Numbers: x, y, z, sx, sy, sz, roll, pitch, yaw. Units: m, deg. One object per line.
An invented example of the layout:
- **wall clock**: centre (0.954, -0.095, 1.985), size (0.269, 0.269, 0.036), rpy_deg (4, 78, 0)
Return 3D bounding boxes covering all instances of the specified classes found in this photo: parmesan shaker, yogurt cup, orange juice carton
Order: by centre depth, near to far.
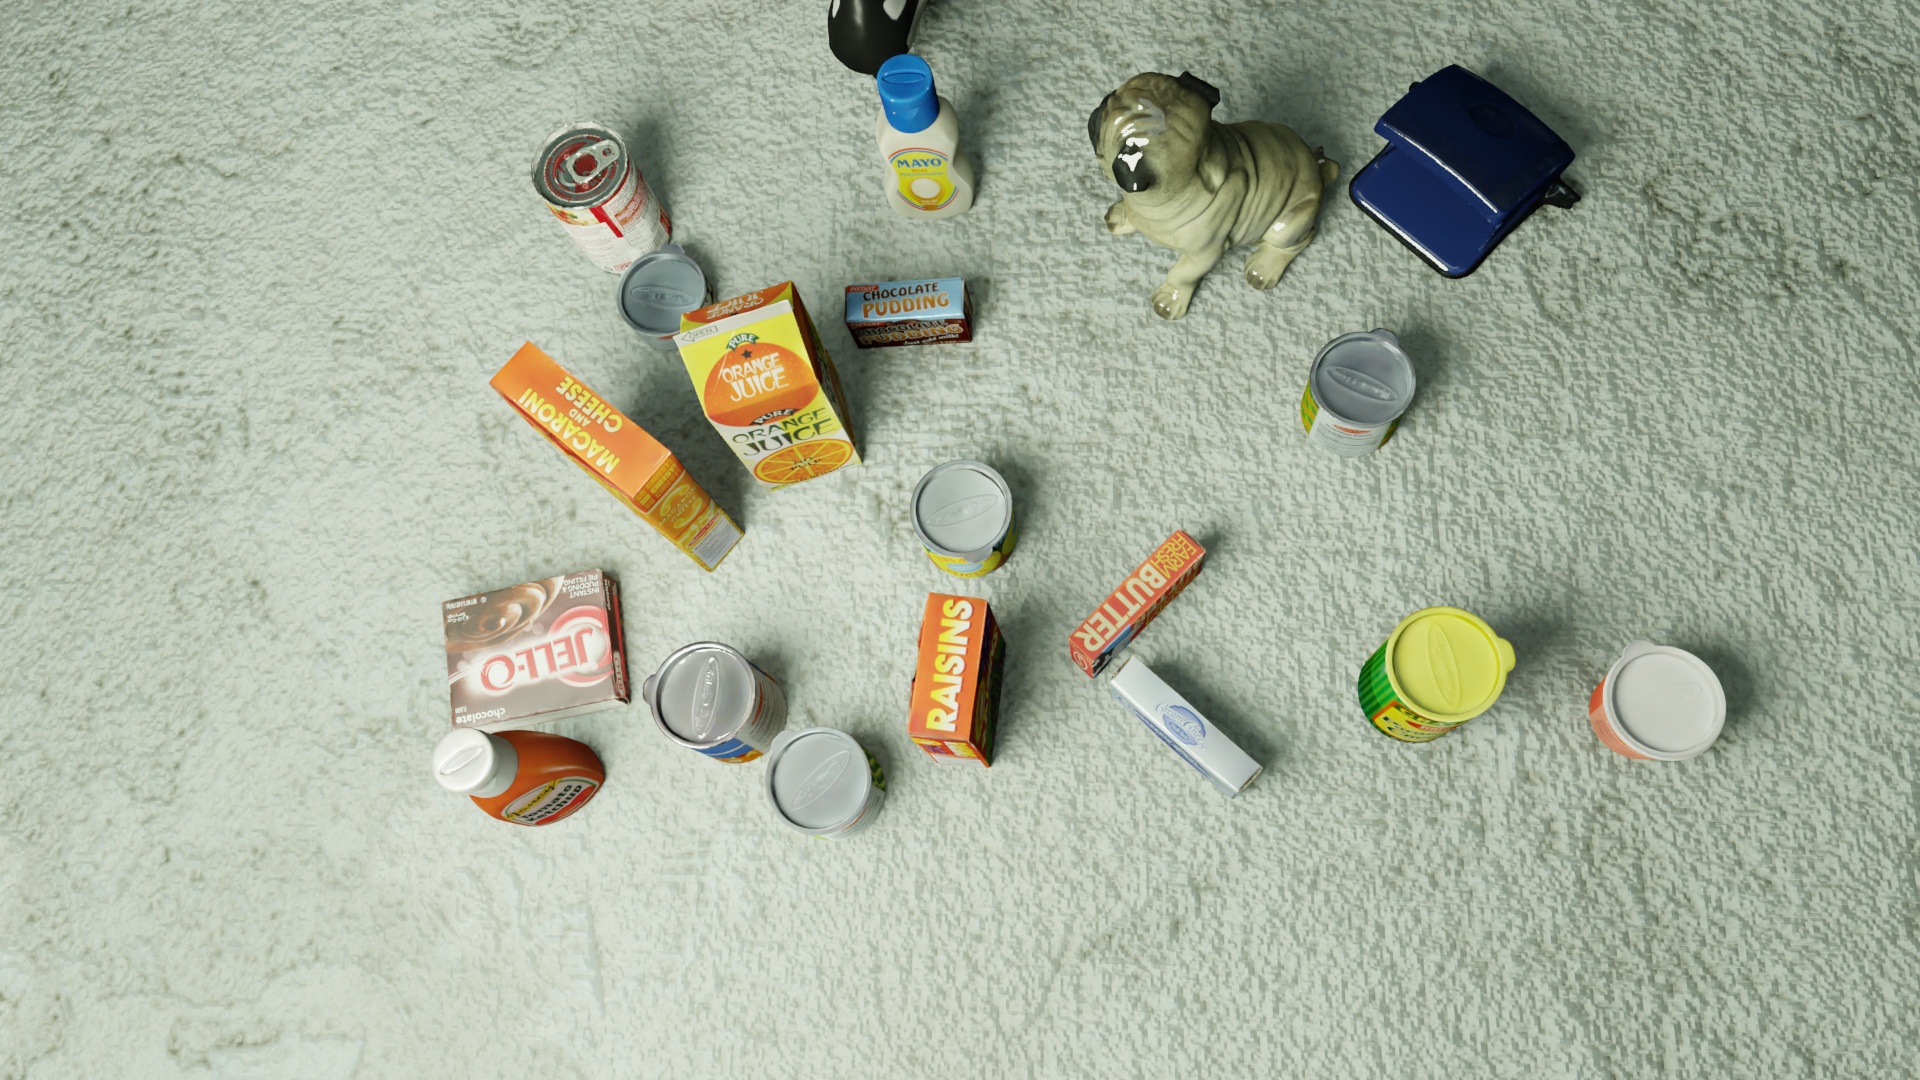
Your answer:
- **parmesan shaker**: centre (0.281, 0.083, 0.828), size (0.071, 0.103, 0.071), rpy_deg (-2, 74, 6)
- **yogurt cup**: centre (0.414, 0.101, 0.833), size (0.072, 0.054, 0.072), rpy_deg (-2, 73, 6)
- **orange juice carton**: centre (-0.120, -0.101, 0.881), size (0.072, 0.192, 0.073), rpy_deg (-17, 73, 2)

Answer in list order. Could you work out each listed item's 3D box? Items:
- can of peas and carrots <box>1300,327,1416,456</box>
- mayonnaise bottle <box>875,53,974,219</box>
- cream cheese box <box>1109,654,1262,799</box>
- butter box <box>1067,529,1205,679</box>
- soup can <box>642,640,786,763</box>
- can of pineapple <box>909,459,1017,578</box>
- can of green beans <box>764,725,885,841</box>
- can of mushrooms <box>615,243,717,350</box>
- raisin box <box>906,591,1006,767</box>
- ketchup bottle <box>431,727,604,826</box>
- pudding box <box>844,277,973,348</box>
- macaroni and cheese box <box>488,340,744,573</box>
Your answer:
- **can of peas and carrots**: centre (0.259, -0.097, 0.907), size (0.071, 0.058, 0.071), rpy_deg (-2, 73, 6)
- **mayonnaise bottle**: centre (-0.028, -0.272, 0.945), size (0.065, 0.147, 0.041), rpy_deg (0, 74, 7)
- **cream cheese box**: centre (0.138, 0.117, 0.860), size (0.104, 0.053, 0.024), rpy_deg (41, 82, 16)
- **butter box**: centre (0.112, 0.041, 0.886), size (0.103, 0.053, 0.024), rpy_deg (-44, 74, -7)
- **soup can**: centre (-0.154, 0.104, 0.881), size (0.071, 0.083, 0.071), rpy_deg (-2, 74, 6)
- **can of pineapple**: centre (0.003, -0.011, 0.911), size (0.071, 0.057, 0.071), rpy_deg (-2, 73, 6)
- **can of green beans**: centre (-0.084, 0.153, 0.871), size (0.071, 0.057, 0.071), rpy_deg (-2, 73, 6)
- **can of mushrooms**: centre (-0.209, -0.174, 0.996), size (0.071, 0.033, 0.071), rpy_deg (-2, 73, 6)
- **raisin box**: centre (-0.001, 0.088, 0.847), size (0.040, 0.123, 0.086), rpy_deg (6, 75, 8)
- **ketchup bottle**: centre (-0.272, 0.142, 0.849), size (0.065, 0.148, 0.043), rpy_deg (-34, 73, -4)
- **pudding box**: centre (-0.035, -0.158, 0.963), size (0.084, 0.049, 0.030), rpy_deg (-2, 74, 6)
- **macaroni and cheese box**: centre (-0.215, -0.048, 0.890), size (0.124, 0.166, 0.040), rpy_deg (37, 81, 15)
